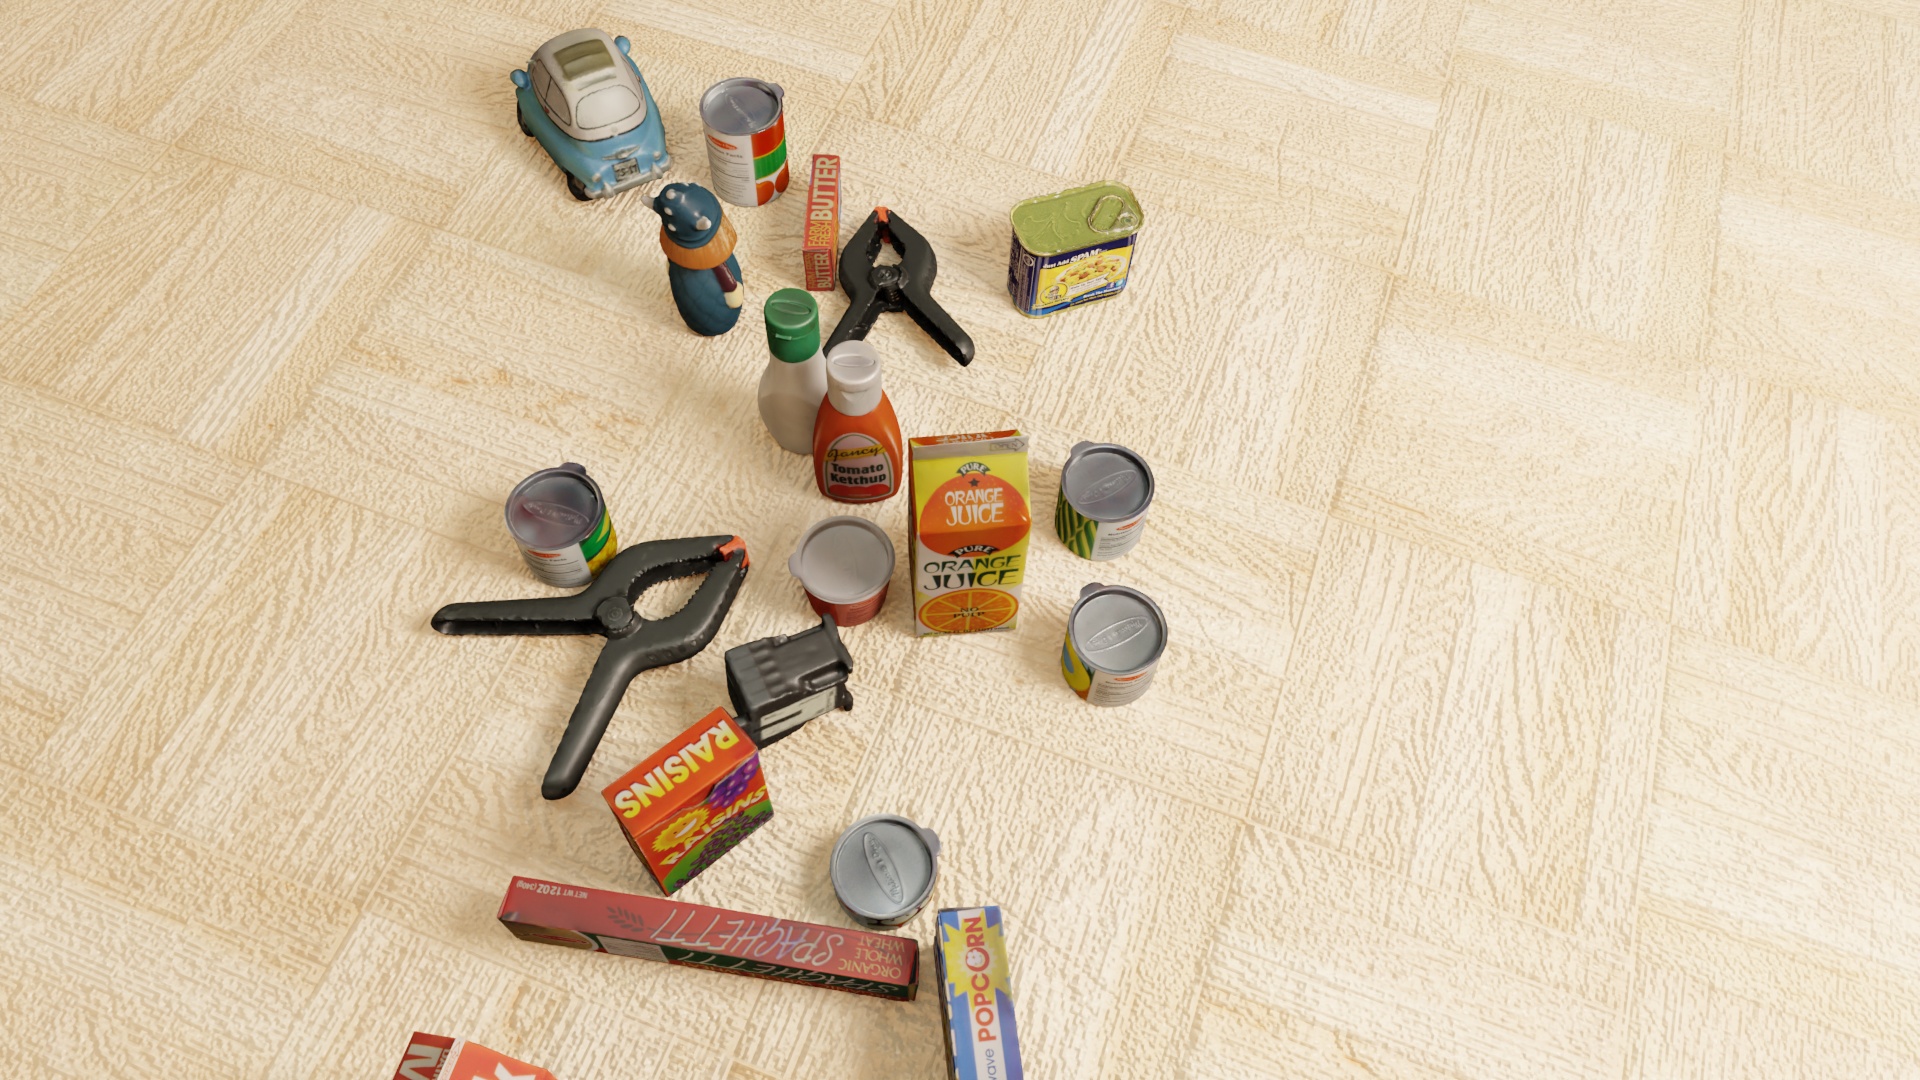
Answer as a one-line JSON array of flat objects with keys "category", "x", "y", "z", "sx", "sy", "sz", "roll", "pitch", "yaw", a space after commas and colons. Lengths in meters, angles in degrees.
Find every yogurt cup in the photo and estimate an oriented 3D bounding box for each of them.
[{"category": "yogurt cup", "x": -0.079, "y": 0.024, "z": 0.959, "sx": 0.072, "sy": 0.053, "sz": 0.073, "roll": 1, "pitch": 60, "yaw": -2}]

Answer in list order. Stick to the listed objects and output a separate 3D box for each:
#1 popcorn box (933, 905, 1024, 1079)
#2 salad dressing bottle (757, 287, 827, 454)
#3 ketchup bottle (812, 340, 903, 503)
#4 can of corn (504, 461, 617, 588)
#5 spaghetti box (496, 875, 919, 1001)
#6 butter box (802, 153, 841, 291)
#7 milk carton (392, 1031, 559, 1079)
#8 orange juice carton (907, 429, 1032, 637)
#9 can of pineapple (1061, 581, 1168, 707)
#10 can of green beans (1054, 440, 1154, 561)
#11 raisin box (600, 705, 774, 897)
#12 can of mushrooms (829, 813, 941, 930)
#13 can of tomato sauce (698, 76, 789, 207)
[{"category": "popcorn box", "x": 0.010, "y": 0.282, "z": 0.794, "sx": 0.038, "sy": 0.084, "sz": 0.127, "roll": -5, "pitch": 60, "yaw": -5}, {"category": "salad dressing bottle", "x": -0.115, "y": -0.118, "z": 0.986, "sx": 0.064, "sy": 0.147, "sz": 0.044, "roll": 13, "pitch": 61, "yaw": 5}, {"category": "ketchup bottle", "x": -0.072, "y": -0.081, "z": 0.965, "sx": 0.065, "sy": 0.148, "sz": 0.044, "roll": 0, "pitch": 60, "yaw": -2}, {"category": "can of corn", "x": -0.276, "y": -0.010, "z": 0.968, "sx": 0.071, "sy": 0.058, "sz": 0.071, "roll": 1, "pitch": 60, "yaw": -2}, {"category": "spaghetti box", "x": -0.147, "y": 0.240, "z": 0.833, "sx": 0.250, "sy": 0.050, "sz": 0.029, "roll": 8, "pitch": 60, "yaw": 2}, {"category": "butter box", "x": -0.111, "y": -0.256, "z": 1.121, "sx": 0.024, "sy": 0.053, "sz": 0.104, "roll": 2, "pitch": 60, "yaw": -1}, {"category": "milk carton", "x": -0.247, "y": 0.305, "z": 0.710, "sx": 0.073, "sy": 0.189, "sz": 0.073, "roll": 13, "pitch": 61, "yaw": 5}, {"category": "orange juice carton", "x": 0.003, "y": -0.011, "z": 0.903, "sx": 0.072, "sy": 0.191, "sz": 0.073, "roll": -4, "pitch": 60, "yaw": -5}, {"category": "can of pineapple", "x": 0.102, "y": 0.070, "z": 0.937, "sx": 0.071, "sy": 0.057, "sz": 0.071, "roll": 1, "pitch": 60, "yaw": -2}, {"category": "can of green beans", "x": 0.102, "y": -0.027, "z": 0.994, "sx": 0.071, "sy": 0.057, "sz": 0.071, "roll": 1, "pitch": 60, "yaw": -2}, {"category": "raisin box", "x": -0.161, "y": 0.160, "z": 0.837, "sx": 0.086, "sy": 0.122, "sz": 0.040, "roll": -35, "pitch": 67, "yaw": -20}, {"category": "can of mushrooms", "x": -0.045, "y": 0.206, "z": 0.866, "sx": 0.071, "sy": 0.033, "sz": 0.071, "roll": 1, "pitch": 60, "yaw": -2}, {"category": "can of tomato sauce", "x": -0.175, "y": -0.328, "z": 1.143, "sx": 0.071, "sy": 0.082, "sz": 0.071, "roll": 1, "pitch": 60, "yaw": -2}]
